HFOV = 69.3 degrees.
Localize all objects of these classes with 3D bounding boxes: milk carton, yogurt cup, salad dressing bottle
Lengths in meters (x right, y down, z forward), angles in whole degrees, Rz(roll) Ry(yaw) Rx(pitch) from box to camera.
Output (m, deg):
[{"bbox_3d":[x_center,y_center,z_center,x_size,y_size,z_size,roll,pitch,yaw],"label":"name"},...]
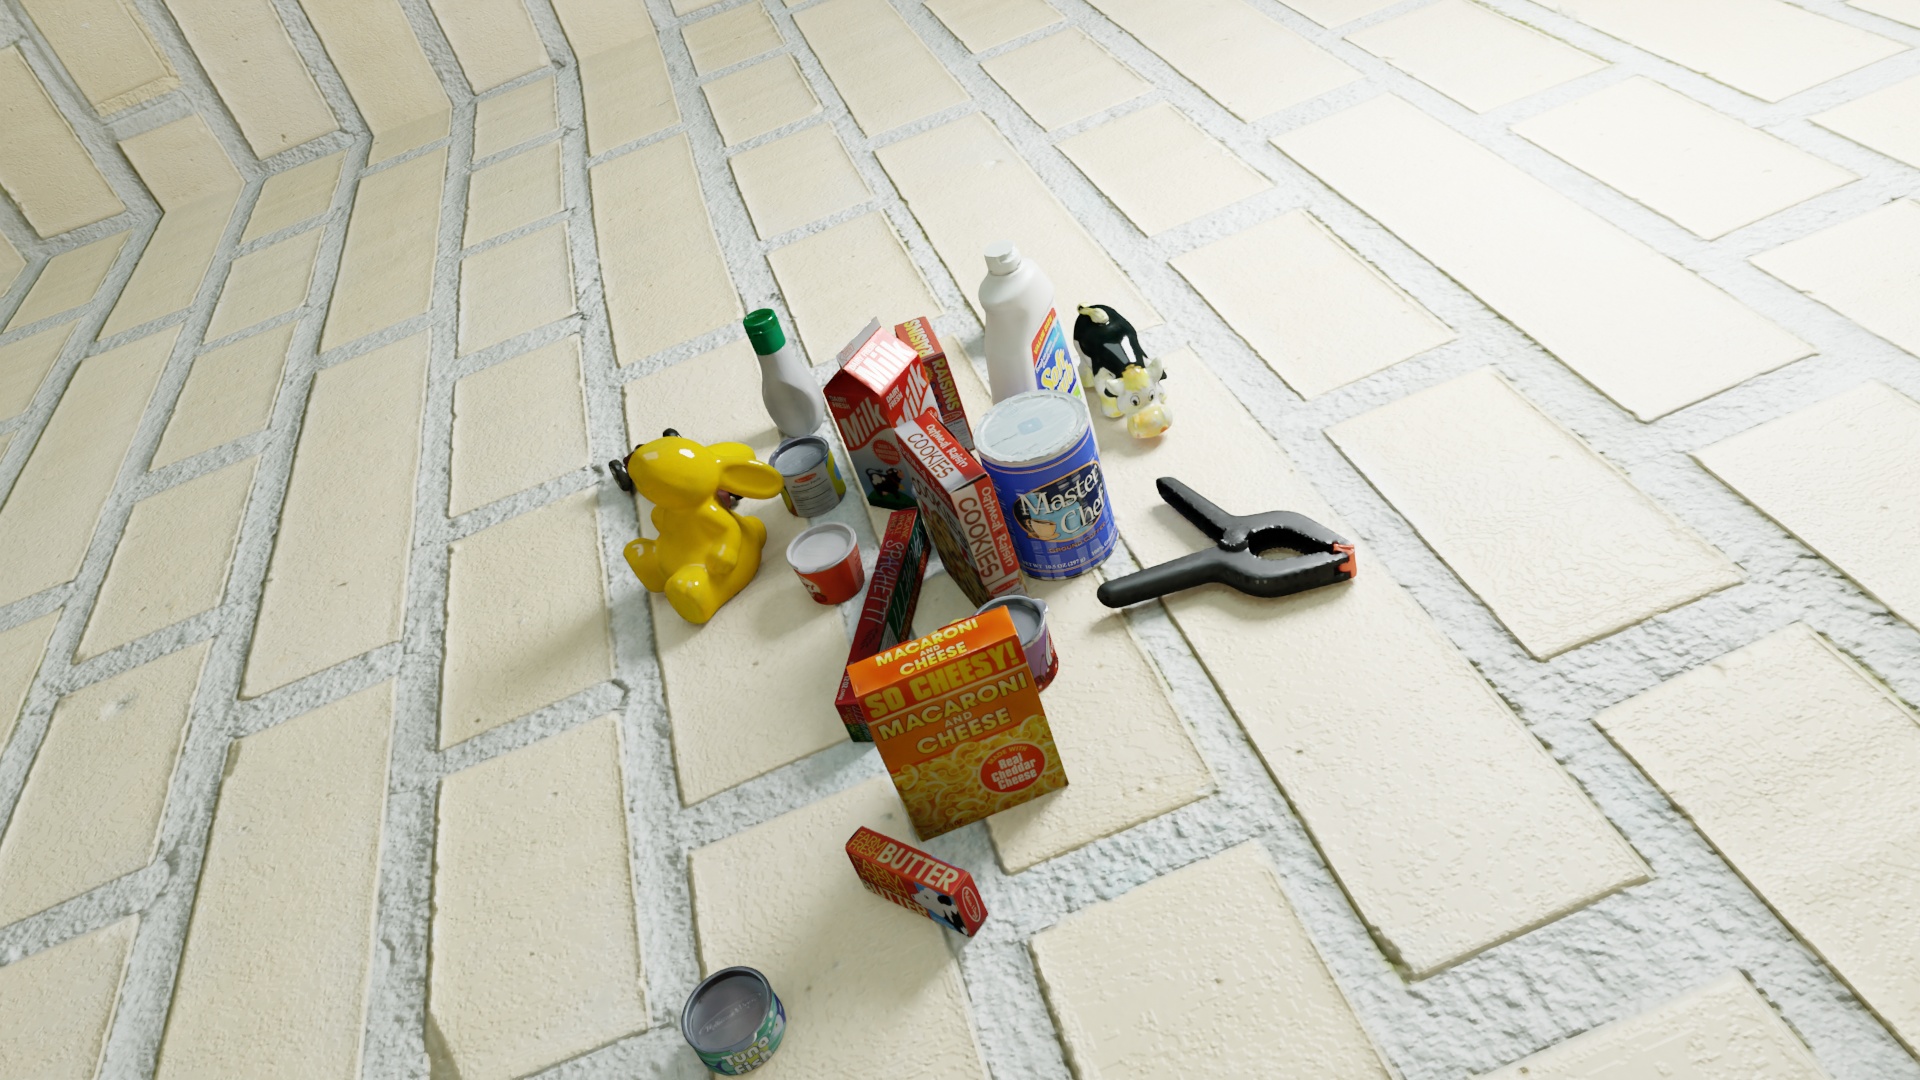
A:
[{"bbox_3d":[-0.071,-0.121,1.350,0.073,0.189,0.073,10,46,32],"label":"milk carton"},{"bbox_3d":[-0.123,0.023,1.307,0.072,0.053,0.073,-12,38,10],"label":"yogurt cup"},{"bbox_3d":[-0.194,-0.182,1.510,0.064,0.147,0.044,-6,40,17],"label":"salad dressing bottle"}]

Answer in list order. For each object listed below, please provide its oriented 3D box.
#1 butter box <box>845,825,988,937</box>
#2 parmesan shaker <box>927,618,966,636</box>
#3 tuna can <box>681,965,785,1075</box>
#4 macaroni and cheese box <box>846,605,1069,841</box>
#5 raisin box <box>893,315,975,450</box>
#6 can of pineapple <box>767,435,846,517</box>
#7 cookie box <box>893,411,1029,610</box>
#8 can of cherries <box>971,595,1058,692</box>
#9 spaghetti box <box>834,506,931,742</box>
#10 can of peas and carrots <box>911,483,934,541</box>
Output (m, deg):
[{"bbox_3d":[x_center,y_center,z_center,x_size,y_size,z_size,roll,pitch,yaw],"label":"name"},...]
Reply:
[{"bbox_3d":[-0.033,0.245,0.999,0.103,0.053,0.024,15,49,36],"label":"butter box"},{"bbox_3d":[0.009,0.122,1.091,0.071,0.102,0.072,-12,38,10],"label":"parmesan shaker"},{"bbox_3d":[-0.155,0.333,0.959,0.071,0.032,0.071,-12,38,10],"label":"tuna can"},{"bbox_3d":[0.000,0.137,1.025,0.124,0.165,0.040,-21,38,-2],"label":"macaroni and cheese box"},{"bbox_3d":[-0.027,-0.157,1.429,0.040,0.122,0.086,-21,38,-1],"label":"raisin box"},{"bbox_3d":[-0.157,-0.067,1.428,0.071,0.057,0.071,-12,38,10],"label":"can of pineapple"},{"bbox_3d":[0.004,-0.015,1.207,0.040,0.166,0.123,-28,39,-11],"label":"cookie box"},{"bbox_3d":[0.047,0.088,1.152,0.071,0.058,0.072,-12,38,10],"label":"can of cherries"},{"bbox_3d":[-0.065,0.068,1.230,0.028,0.050,0.251,-6,40,17],"label":"spaghetti box"},{"bbox_3d":[-0.006,-0.038,1.328,0.071,0.058,0.071,-12,38,10],"label":"can of peas and carrots"}]
